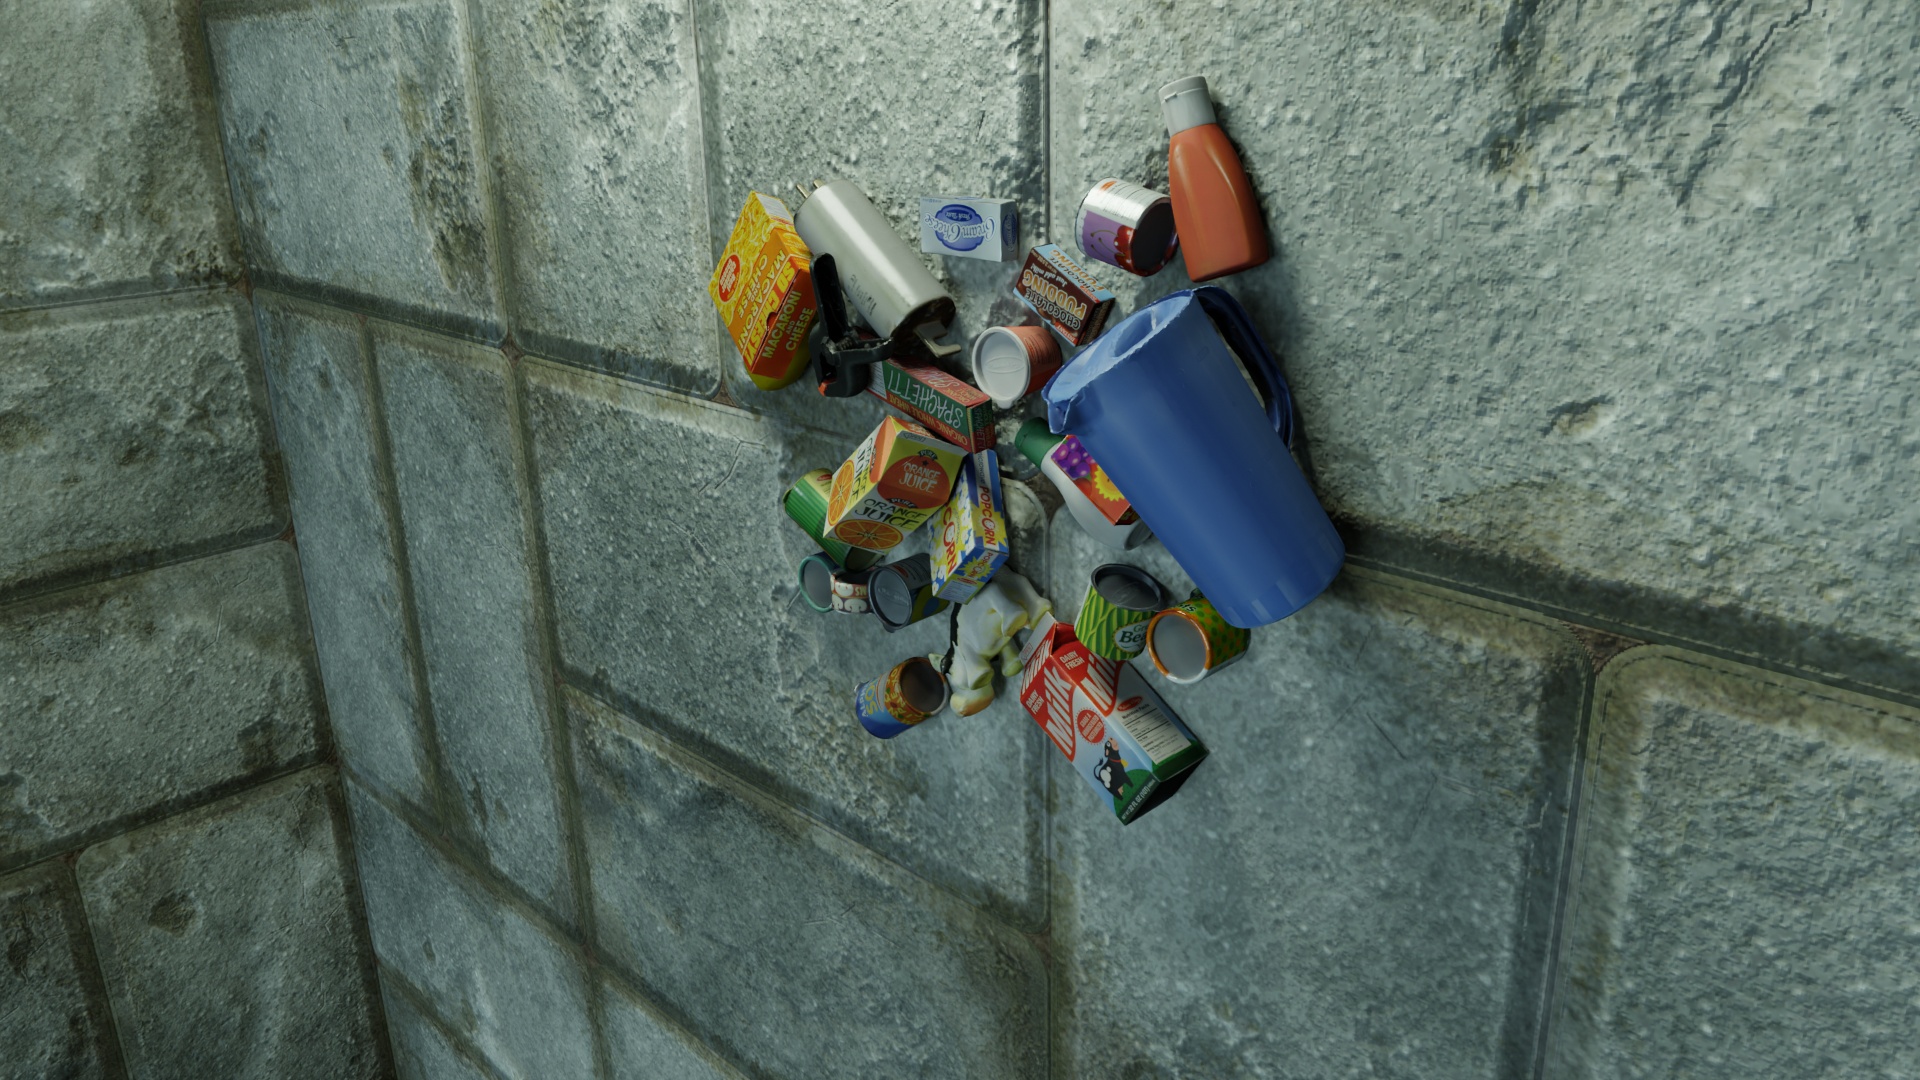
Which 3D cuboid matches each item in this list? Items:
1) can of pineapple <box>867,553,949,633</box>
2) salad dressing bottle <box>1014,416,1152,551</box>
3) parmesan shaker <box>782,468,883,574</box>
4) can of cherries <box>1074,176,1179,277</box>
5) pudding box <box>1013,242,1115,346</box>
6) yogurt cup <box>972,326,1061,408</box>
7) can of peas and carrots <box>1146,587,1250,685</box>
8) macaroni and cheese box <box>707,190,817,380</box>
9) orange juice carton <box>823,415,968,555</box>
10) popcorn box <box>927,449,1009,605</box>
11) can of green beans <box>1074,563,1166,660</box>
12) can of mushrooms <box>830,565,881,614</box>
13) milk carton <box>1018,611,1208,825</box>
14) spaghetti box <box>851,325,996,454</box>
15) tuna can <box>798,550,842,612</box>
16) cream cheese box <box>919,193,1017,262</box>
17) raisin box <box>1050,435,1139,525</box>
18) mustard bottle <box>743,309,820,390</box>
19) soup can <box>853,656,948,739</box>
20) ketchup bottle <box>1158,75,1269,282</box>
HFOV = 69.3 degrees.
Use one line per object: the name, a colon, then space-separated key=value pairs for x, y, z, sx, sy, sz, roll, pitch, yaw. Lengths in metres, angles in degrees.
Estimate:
can of pineapple: x=-0.053 y=0.053 z=1.416 sx=0.071 sy=0.058 sz=0.070 roll=19 pitch=117 yaw=41
salad dressing bottle: x=0.108 y=-0.053 z=1.221 sx=0.148 sy=0.044 sz=0.064 roll=45 pitch=128 yaw=28
parmesan shaker: x=-0.130 y=-0.019 z=1.461 sx=0.103 sy=0.071 sz=0.071 roll=43 pitch=131 yaw=27
can of cherries: x=0.135 y=-0.248 z=1.106 sx=0.058 sy=0.072 sz=0.071 roll=30 pitch=124 yaw=35
pudding box: x=0.088 y=-0.211 z=1.192 sx=0.084 sy=0.030 sz=0.049 roll=47 pitch=134 yaw=25
yogurt cup: x=0.052 y=-0.159 z=1.231 sx=0.072 sy=0.054 sz=0.072 roll=19 pitch=117 yaw=41
can of peas and carrots: x=0.197 y=0.079 z=1.163 sx=0.071 sy=0.059 sz=0.070 roll=18 pitch=117 yaw=41
macaroni and cheese box: x=-0.198 y=-0.260 z=1.410 sx=0.123 sy=0.040 sz=0.167 roll=-59 pitch=40 yaw=26
orange juice carton: x=-0.062 y=-0.058 z=1.334 sx=0.192 sy=0.072 sz=0.073 roll=-39 pitch=40 yaw=56
popcorn box: x=0.005 y=-0.016 z=1.301 sx=0.084 sy=0.038 sz=0.127 roll=-51 pitch=34 yaw=43
can of green beans: x=0.138 y=0.063 z=1.213 sx=0.071 sy=0.071 sz=0.057 roll=38 pitch=129 yaw=31
can of mushrooms: x=-0.102 y=0.052 z=1.461 sx=0.071 sy=0.071 sz=0.033 roll=15 pitch=114 yaw=42
milk carton: x=0.124 y=0.153 z=1.256 sx=0.191 sy=0.074 sz=0.072 roll=49 pitch=134 yaw=22
spaghetti box: x=-0.047 y=-0.146 z=1.316 sx=0.250 sy=0.029 sz=0.050 roll=34 pitch=140 yaw=49
tuna can: x=-0.148 y=0.044 z=1.532 sx=0.071 sy=0.033 sz=0.070 roll=18 pitch=117 yaw=41
cream cheese box: x=0.007 y=-0.283 z=1.256 sx=0.104 sy=0.024 sz=0.053 roll=17 pitch=117 yaw=42
raisin box: x=0.144 y=-0.085 z=1.144 sx=0.086 sy=0.040 sz=0.123 roll=48 pitch=113 yaw=23
mustard bottle: x=-0.175 y=-0.223 z=1.450 sx=0.065 sy=0.049 sz=0.159 roll=59 pitch=136 yaw=17
soup can: x=-0.064 y=0.164 z=1.460 sx=0.083 sy=0.071 sz=0.071 roll=-34 pitch=79 yaw=47
ketchup bottle: x=0.187 y=-0.275 z=1.056 sx=0.064 sy=0.044 sz=0.148 roll=-12 pitch=96 yaw=47
